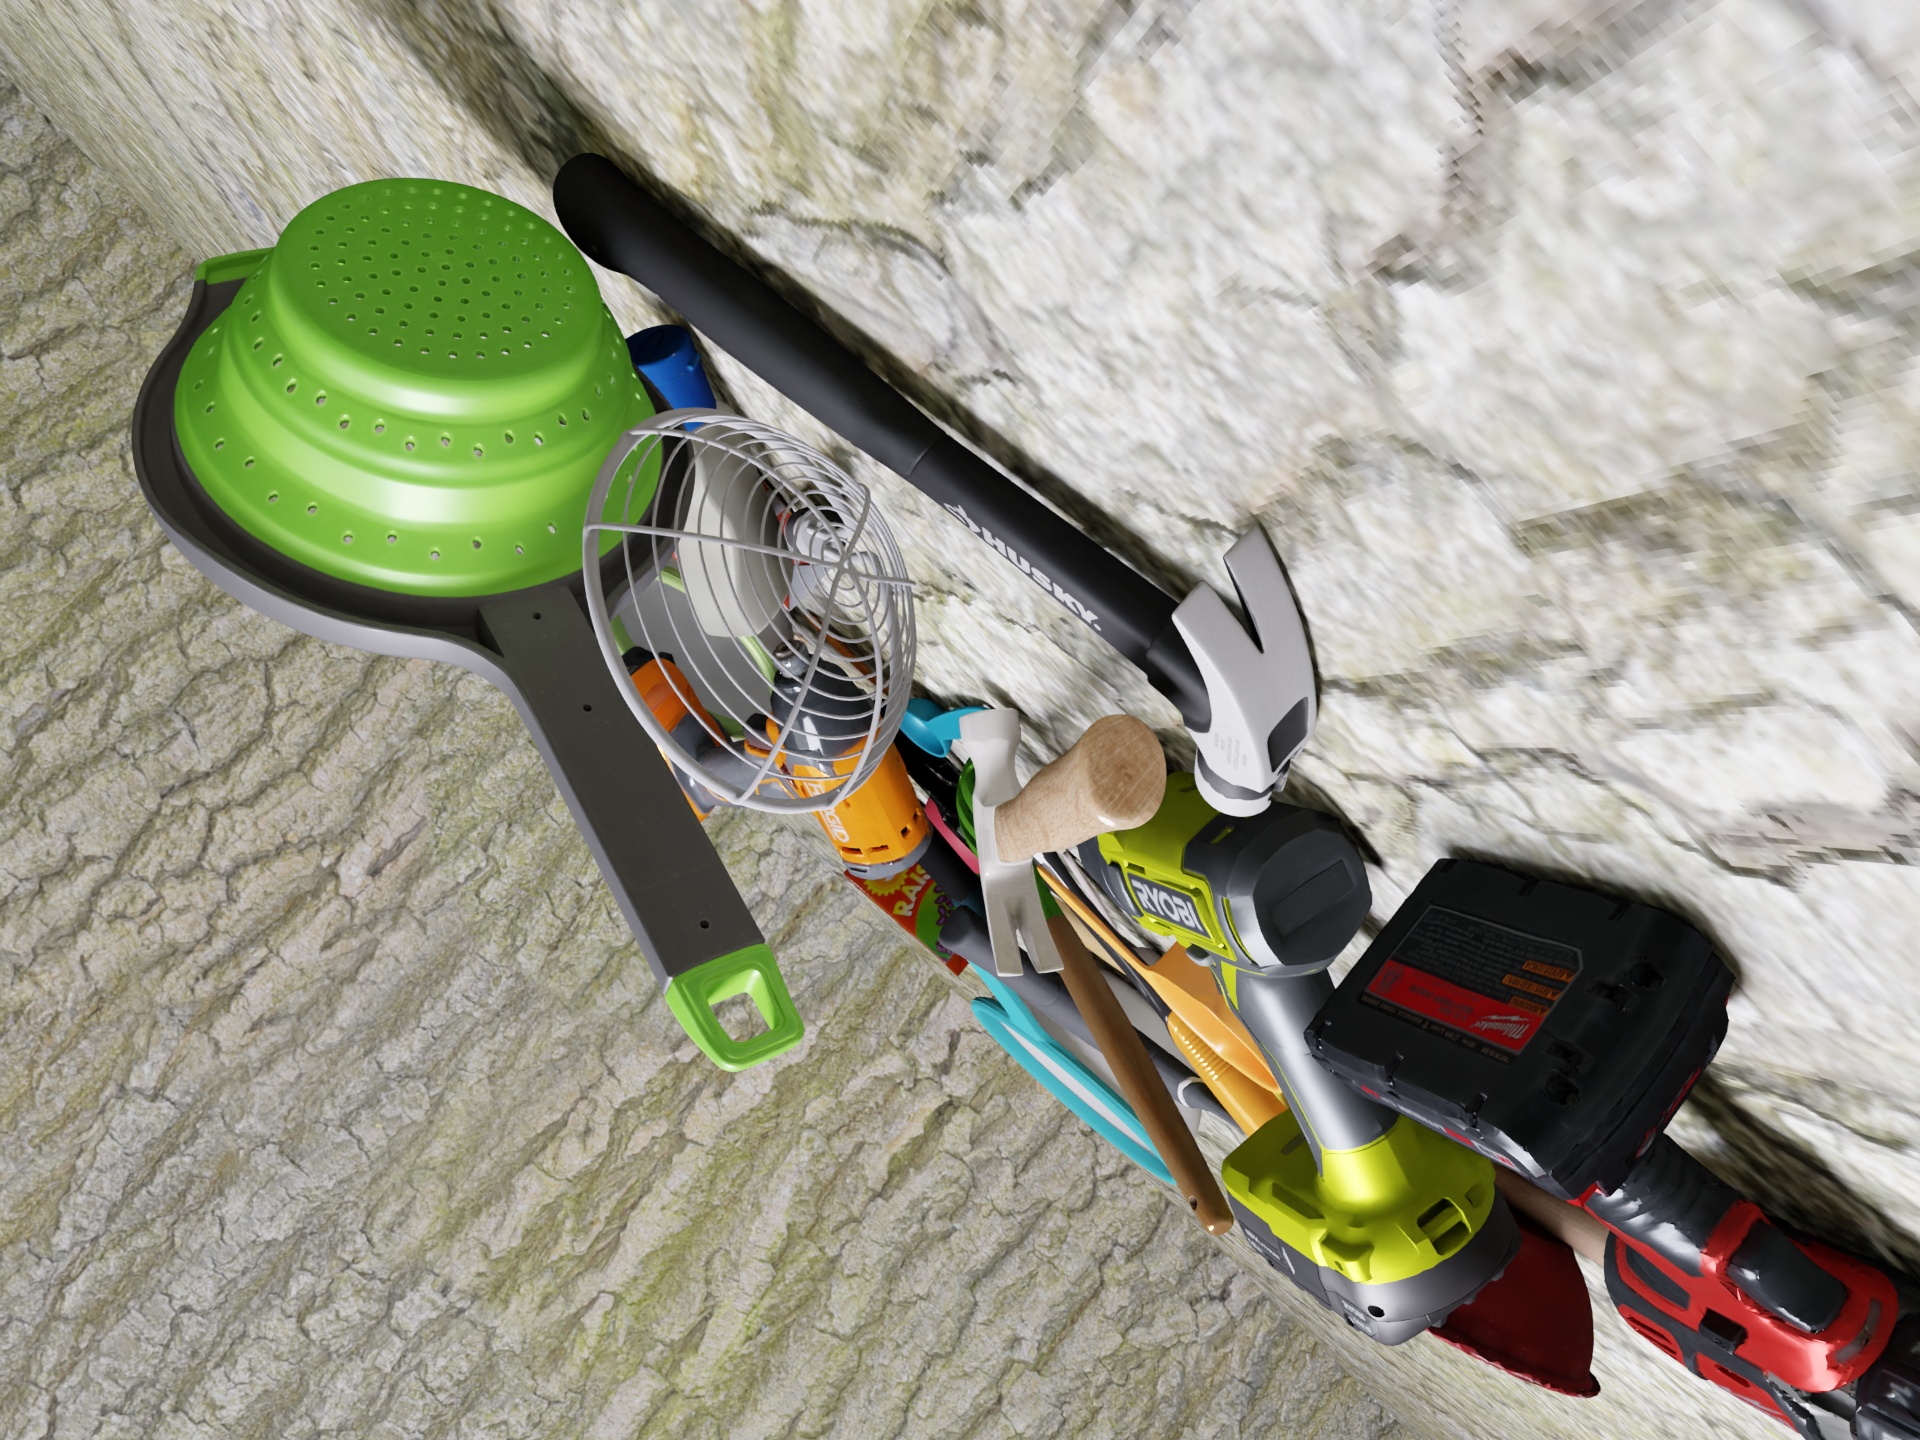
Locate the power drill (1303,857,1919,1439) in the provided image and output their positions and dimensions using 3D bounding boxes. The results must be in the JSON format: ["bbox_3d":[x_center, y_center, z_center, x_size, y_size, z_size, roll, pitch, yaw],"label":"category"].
[{"bbox_3d":[0.230,0.150,0.470,0.226,0.080,0.188,44,170,-18],"label":"power drill"}]

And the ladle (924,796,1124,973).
[{"bbox_3d":[0.074,0.138,1.128,0.316,0.031,0.069,32,164,40],"label":"ladle"}]

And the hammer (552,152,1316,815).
[{"bbox_3d":[-0.020,-0.097,0.535,0.335,0.035,0.146,40,170,19],"label":"hammer"}]

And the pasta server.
[{"bbox_3d":[0.304,0.229,0.644,0.060,0.040,0.316,45,173,-10],"label":"pasta server"}]

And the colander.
[{"bbox_3d":[-0.151,-0.066,0.553,0.397,0.204,0.094,57,144,22],"label":"colander"}]

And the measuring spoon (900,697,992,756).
[{"bbox_3d":[-0.001,-0.003,0.896,0.042,0.021,0.128,46,160,-14],"label":"measuring spoon"}]

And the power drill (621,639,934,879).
[{"bbox_3d":[-0.137,0.013,0.993,0.226,0.084,0.164,6,134,35],"label":"power drill"}]

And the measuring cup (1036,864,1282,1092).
[{"bbox_3d":[0.114,0.114,0.817,0.174,0.052,0.095,41,169,28],"label":"measuring cup"}]

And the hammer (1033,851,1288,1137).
[{"bbox_3d":[0.142,0.187,0.892,0.337,0.034,0.127,49,166,14],"label":"hammer"}]

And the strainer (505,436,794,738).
[{"bbox_3d":[-0.198,-0.101,1.046,0.256,0.069,0.151,48,147,-13],"label":"strainer"}]

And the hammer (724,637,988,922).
[{"bbox_3d":[-0.075,0.029,1.120,0.331,0.033,0.128,47,171,28],"label":"hammer"}]

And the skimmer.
[{"bbox_3d":[-0.077,-0.054,0.605,0.127,0.090,0.363,62,177,-11],"label":"skimmer"}]

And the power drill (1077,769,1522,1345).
[{"bbox_3d":[0.128,0.126,0.655,0.223,0.080,0.171,64,163,-14],"label":"power drill"}]

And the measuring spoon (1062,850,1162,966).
[{"bbox_3d":[0.102,0.126,1.019,0.124,0.018,0.034,55,179,-24],"label":"measuring spoon"}]

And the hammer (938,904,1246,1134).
[{"bbox_3d":[0.160,0.239,0.986,0.409,0.036,0.149,34,178,6],"label":"hammer"}]

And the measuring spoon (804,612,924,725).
[{"bbox_3d":[-0.058,-0.035,0.986,0.117,0.011,0.021,42,169,28],"label":"measuring spoon"}]

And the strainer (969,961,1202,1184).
[{"bbox_3d":[0.090,0.218,1.196,0.211,0.095,0.340,30,161,43],"label":"strainer"}]

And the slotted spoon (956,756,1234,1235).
[{"bbox_3d":[0.056,0.117,0.782,0.314,0.031,0.070,-119,35,-45],"label":"slotted spoon"}]

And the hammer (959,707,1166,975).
[{"bbox_3d":[0.035,0.040,0.644,0.331,0.031,0.130,124,140,-81],"label":"hammer"}]
